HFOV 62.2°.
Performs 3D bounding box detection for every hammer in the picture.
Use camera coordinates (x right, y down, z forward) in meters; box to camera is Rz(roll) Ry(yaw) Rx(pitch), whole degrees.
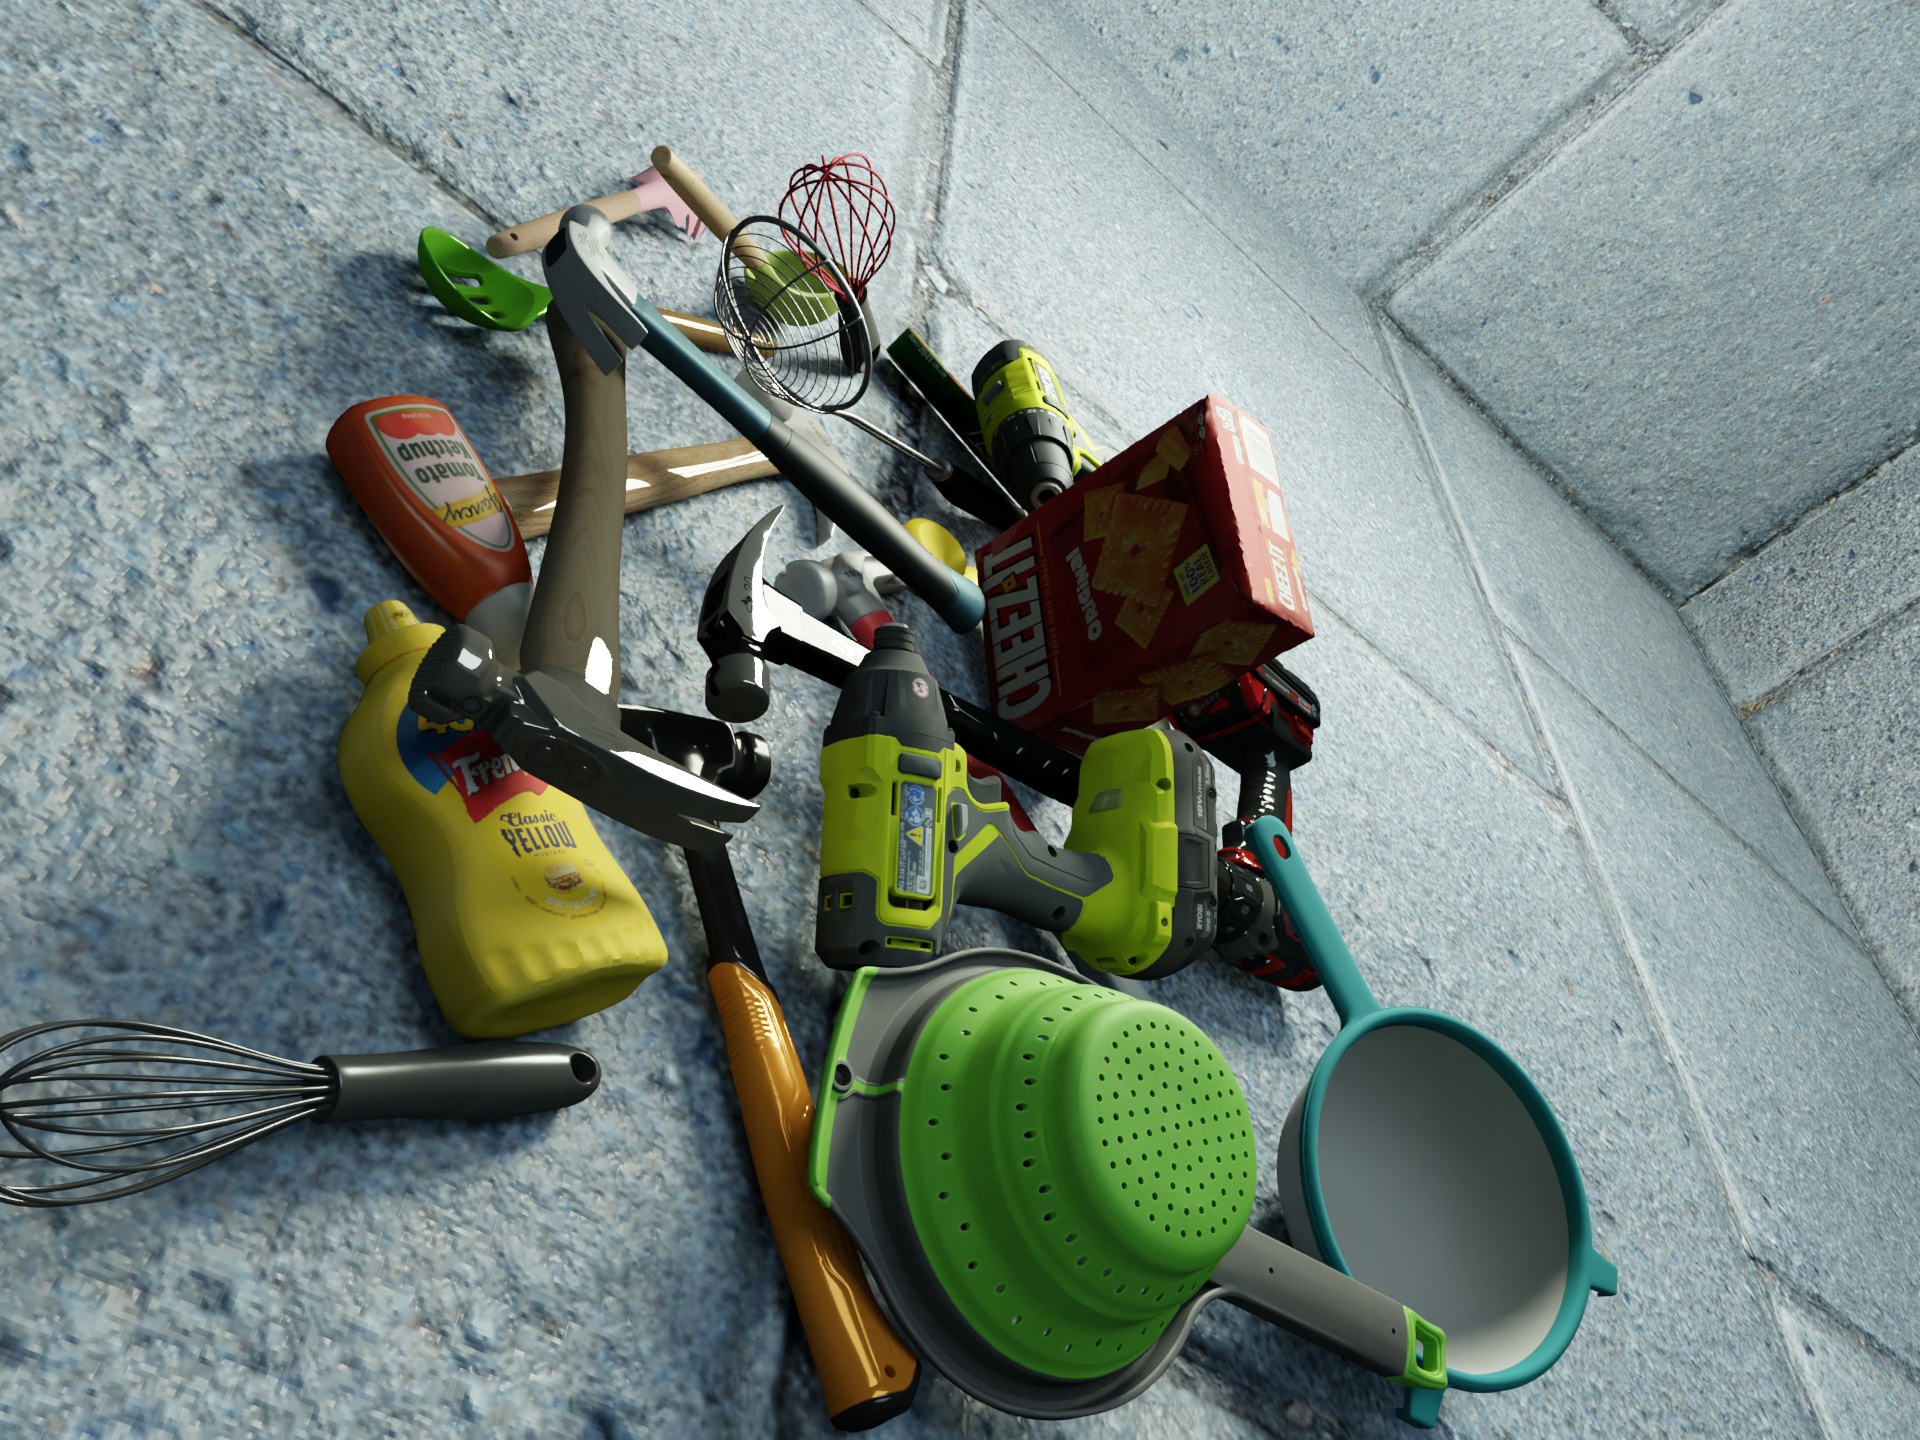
[{"bbox_3d":[-0.173,-0.103,0.779,0.146,0.038,0.411,32,26,-30],"label":"hammer"},{"bbox_3d":[-0.106,-0.163,0.929,0.330,0.033,0.128,40,21,-26],"label":"hammer"},{"bbox_3d":[0.034,0.058,0.959,0.386,0.038,0.143,56,28,12],"label":"hammer"},{"bbox_3d":[-0.001,-0.003,0.904,0.334,0.035,0.146,27,38,-32],"label":"hammer"},{"bbox_3d":[-0.164,-0.143,0.931,0.130,0.031,0.331,51,29,4],"label":"hammer"},{"bbox_3d":[-0.094,0.137,0.695,0.127,0.034,0.337,14,45,-48],"label":"hammer"}]

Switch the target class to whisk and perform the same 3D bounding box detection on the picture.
[{"bbox_3d":[-0.075,-0.299,1.082,0.073,0.073,0.295,54,-5,8],"label":"whisk"},{"bbox_3d":[-0.212,0.127,0.535,0.238,0.055,0.055,12,46,-54],"label":"whisk"}]

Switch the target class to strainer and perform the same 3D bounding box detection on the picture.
[{"bbox_3d":[0.231,0.225,0.942,0.211,0.095,0.340,-14,72,-36],"label":"strainer"}]

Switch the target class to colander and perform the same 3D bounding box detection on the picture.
[{"bbox_3d":[0.120,0.223,0.714,0.396,0.094,0.205,32,48,-26],"label":"colander"}]

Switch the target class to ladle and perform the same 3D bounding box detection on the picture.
[{"bbox_3d":[-0.139,-0.322,1.041,0.078,0.062,0.320,17,1,9],"label":"ladle"}]

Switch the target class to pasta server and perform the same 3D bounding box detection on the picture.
[{"bbox_3d":[-0.230,-0.328,1.036,0.060,0.040,0.316,45,27,-9],"label":"pasta server"}]

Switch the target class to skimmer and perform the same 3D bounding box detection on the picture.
[{"bbox_3d":[-0.035,-0.219,1.089,0.127,0.090,0.363,26,2,35],"label":"skimmer"}]

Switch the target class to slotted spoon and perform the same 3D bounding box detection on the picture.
[{"bbox_3d":[-0.215,-0.253,0.996,0.313,0.031,0.070,-7,61,-58],"label":"slotted spoon"}]

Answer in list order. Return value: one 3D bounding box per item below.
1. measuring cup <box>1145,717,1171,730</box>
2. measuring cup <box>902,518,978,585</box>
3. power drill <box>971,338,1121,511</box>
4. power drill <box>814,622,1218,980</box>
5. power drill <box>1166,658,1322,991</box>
[{"bbox_3d":[0.092,-0.037,1.147,0.167,0.038,0.083,54,29,6],"label":"measuring cup"},{"bbox_3d":[0.014,-0.110,1.124,0.156,0.029,0.062,4,52,-44],"label":"measuring cup"},{"bbox_3d":[0.109,-0.173,1.198,0.228,0.080,0.191,32,28,-28],"label":"power drill"},{"bbox_3d":[0.029,0.050,0.826,0.223,0.080,0.171,13,73,-36],"label":"power drill"},{"bbox_3d":[0.184,0.058,1.084,0.187,0.080,0.227,32,47,-40],"label":"power drill"}]
